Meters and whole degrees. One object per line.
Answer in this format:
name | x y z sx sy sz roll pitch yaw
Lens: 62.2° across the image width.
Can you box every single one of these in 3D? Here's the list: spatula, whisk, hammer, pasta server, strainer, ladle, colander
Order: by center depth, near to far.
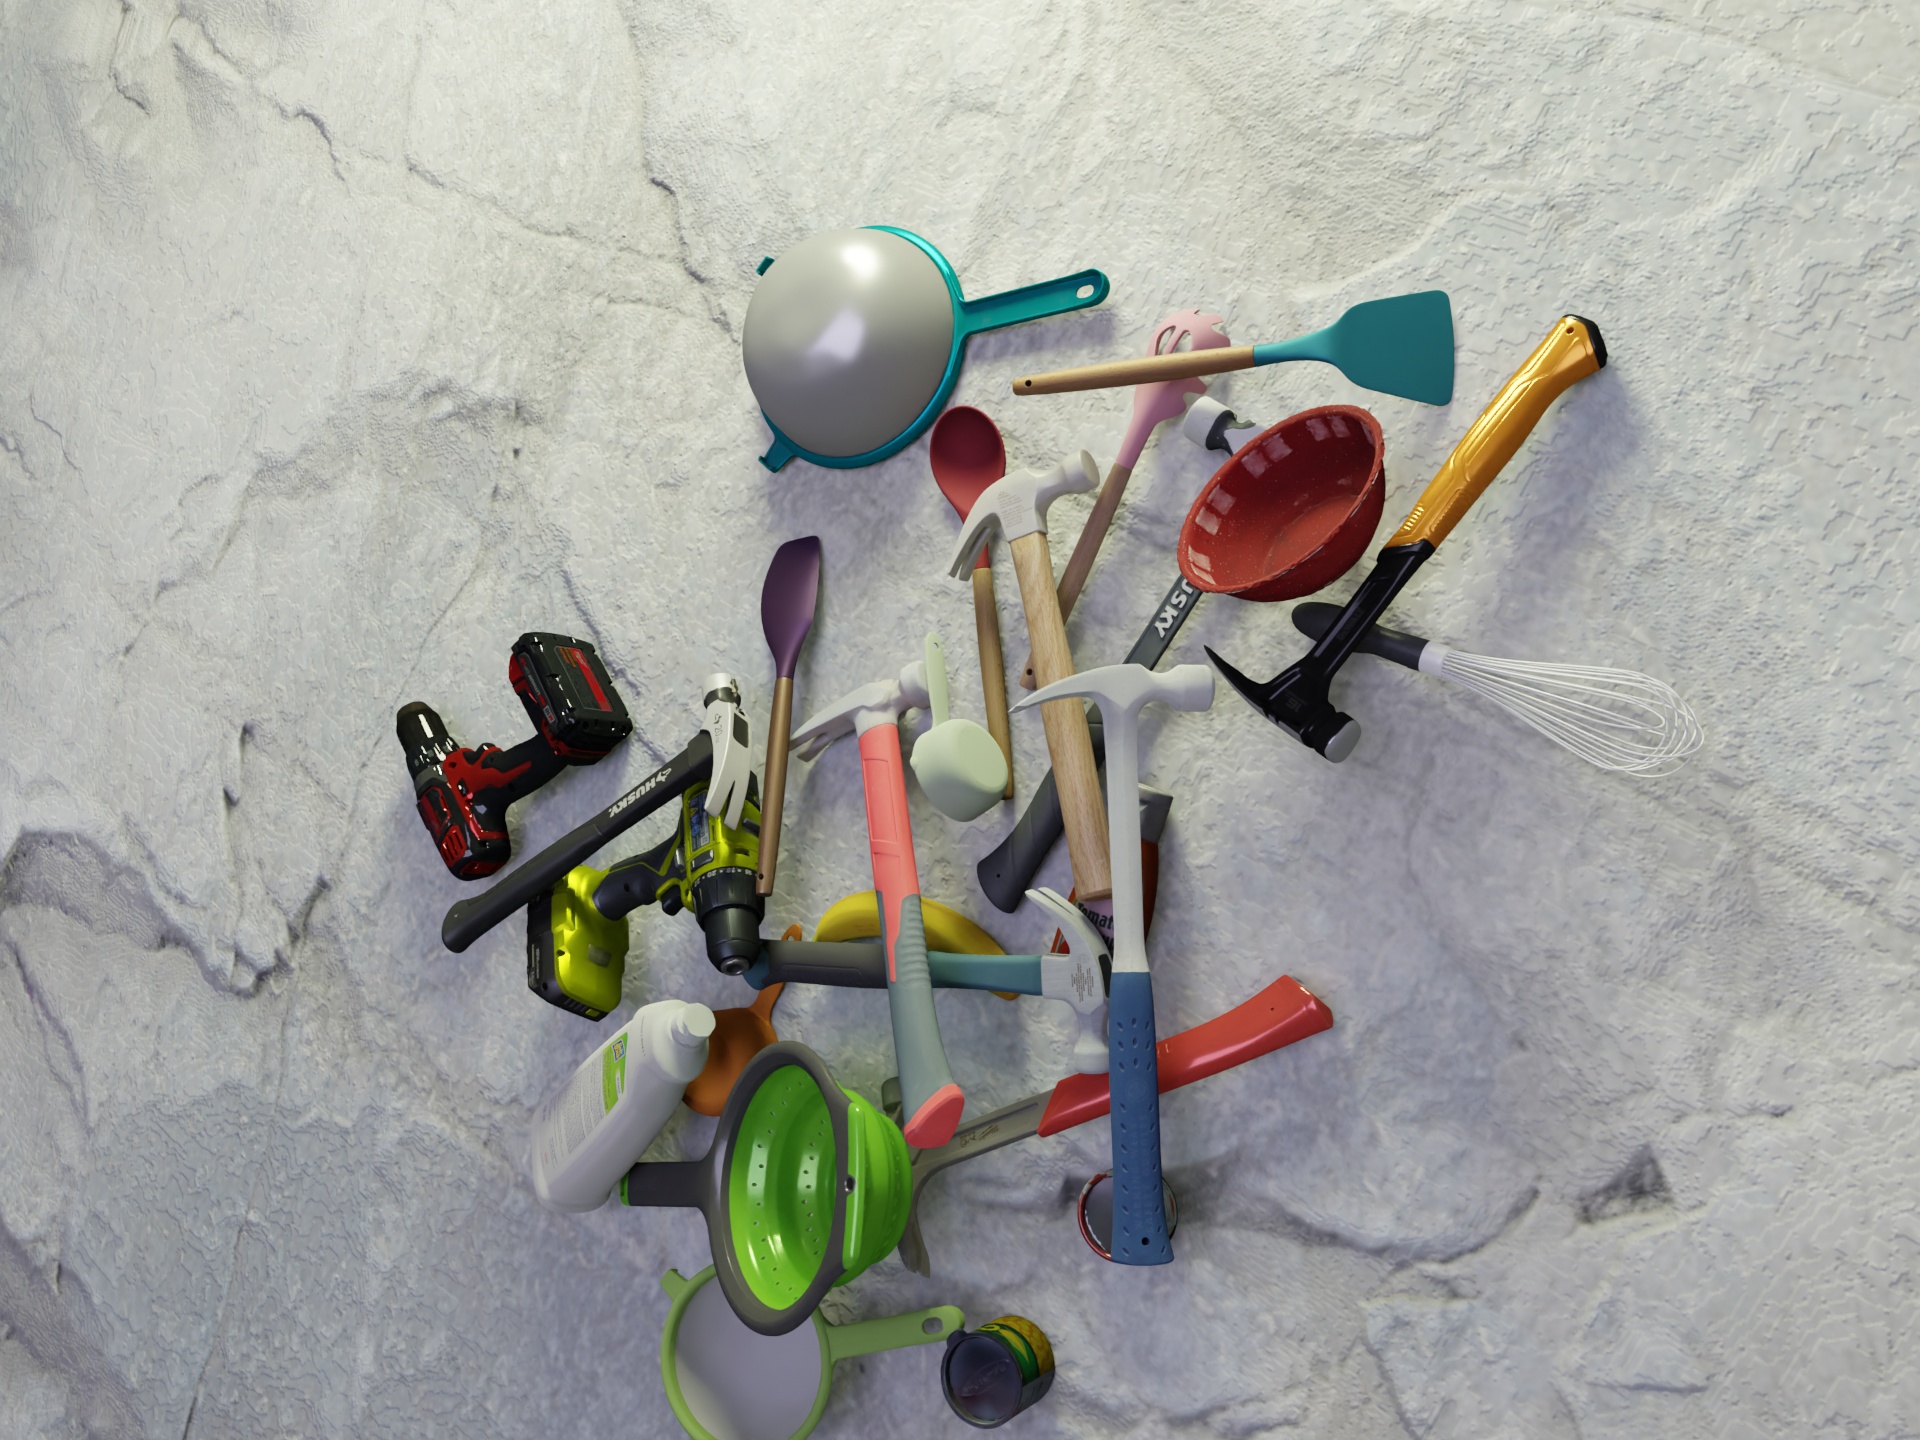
whisk | 0.346 -0.030 1.057 0.285 0.070 0.070 23 95 33
hammer | 0.310 -0.135 1.074 0.337 0.034 0.127 -52 52 4
hammer | 0.110 0.162 1.093 0.144 0.035 0.405 0 82 -9
hammer | 0.099 0.277 1.145 0.359 0.036 0.149 -26 52 21
spatula | 0.191 -0.256 1.153 0.317 0.044 0.082 -2 88 22
hammer | 0.069 -0.030 1.178 0.130 0.031 0.331 -19 72 28
hammer | -0.059 0.136 1.183 0.143 0.038 0.387 -29 48 23
hammer | 0.132 -0.031 1.184 0.149 0.036 0.409 36 102 26
hammer | -0.034 0.189 1.203 0.331 0.033 0.128 -2 88 32
pasta server | 0.117 -0.167 1.215 0.060 0.040 0.316 29 102 28
colander | -0.147 0.361 1.234 0.397 0.094 0.205 -21 62 52
strainer | -0.108 0.482 1.235 0.256 0.069 0.152 -17 73 17
ladle | 0.020 -0.094 1.257 0.069 0.031 0.315 -11 80 32
strainer | -0.051 -0.327 1.285 0.340 0.095 0.211 -6 81 29
spatula | -0.149 -0.009 1.307 0.060 0.018 0.316 -11 64 29
hammer | -0.306 0.100 1.321 0.335 0.035 0.146 -34 41 17

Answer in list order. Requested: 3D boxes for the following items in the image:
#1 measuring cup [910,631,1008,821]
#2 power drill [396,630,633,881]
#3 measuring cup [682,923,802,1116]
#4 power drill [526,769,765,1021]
measuring cup | -0.002 -0.004 1.224 0.038 0.083 0.168 -30 54 34
power drill | -0.424 0.014 1.458 0.226 0.080 0.188 -41 66 21
measuring cup | -0.180 0.245 1.306 0.095 0.052 0.173 29 100 28
power drill | -0.253 0.157 1.318 0.228 0.080 0.191 -31 48 23
